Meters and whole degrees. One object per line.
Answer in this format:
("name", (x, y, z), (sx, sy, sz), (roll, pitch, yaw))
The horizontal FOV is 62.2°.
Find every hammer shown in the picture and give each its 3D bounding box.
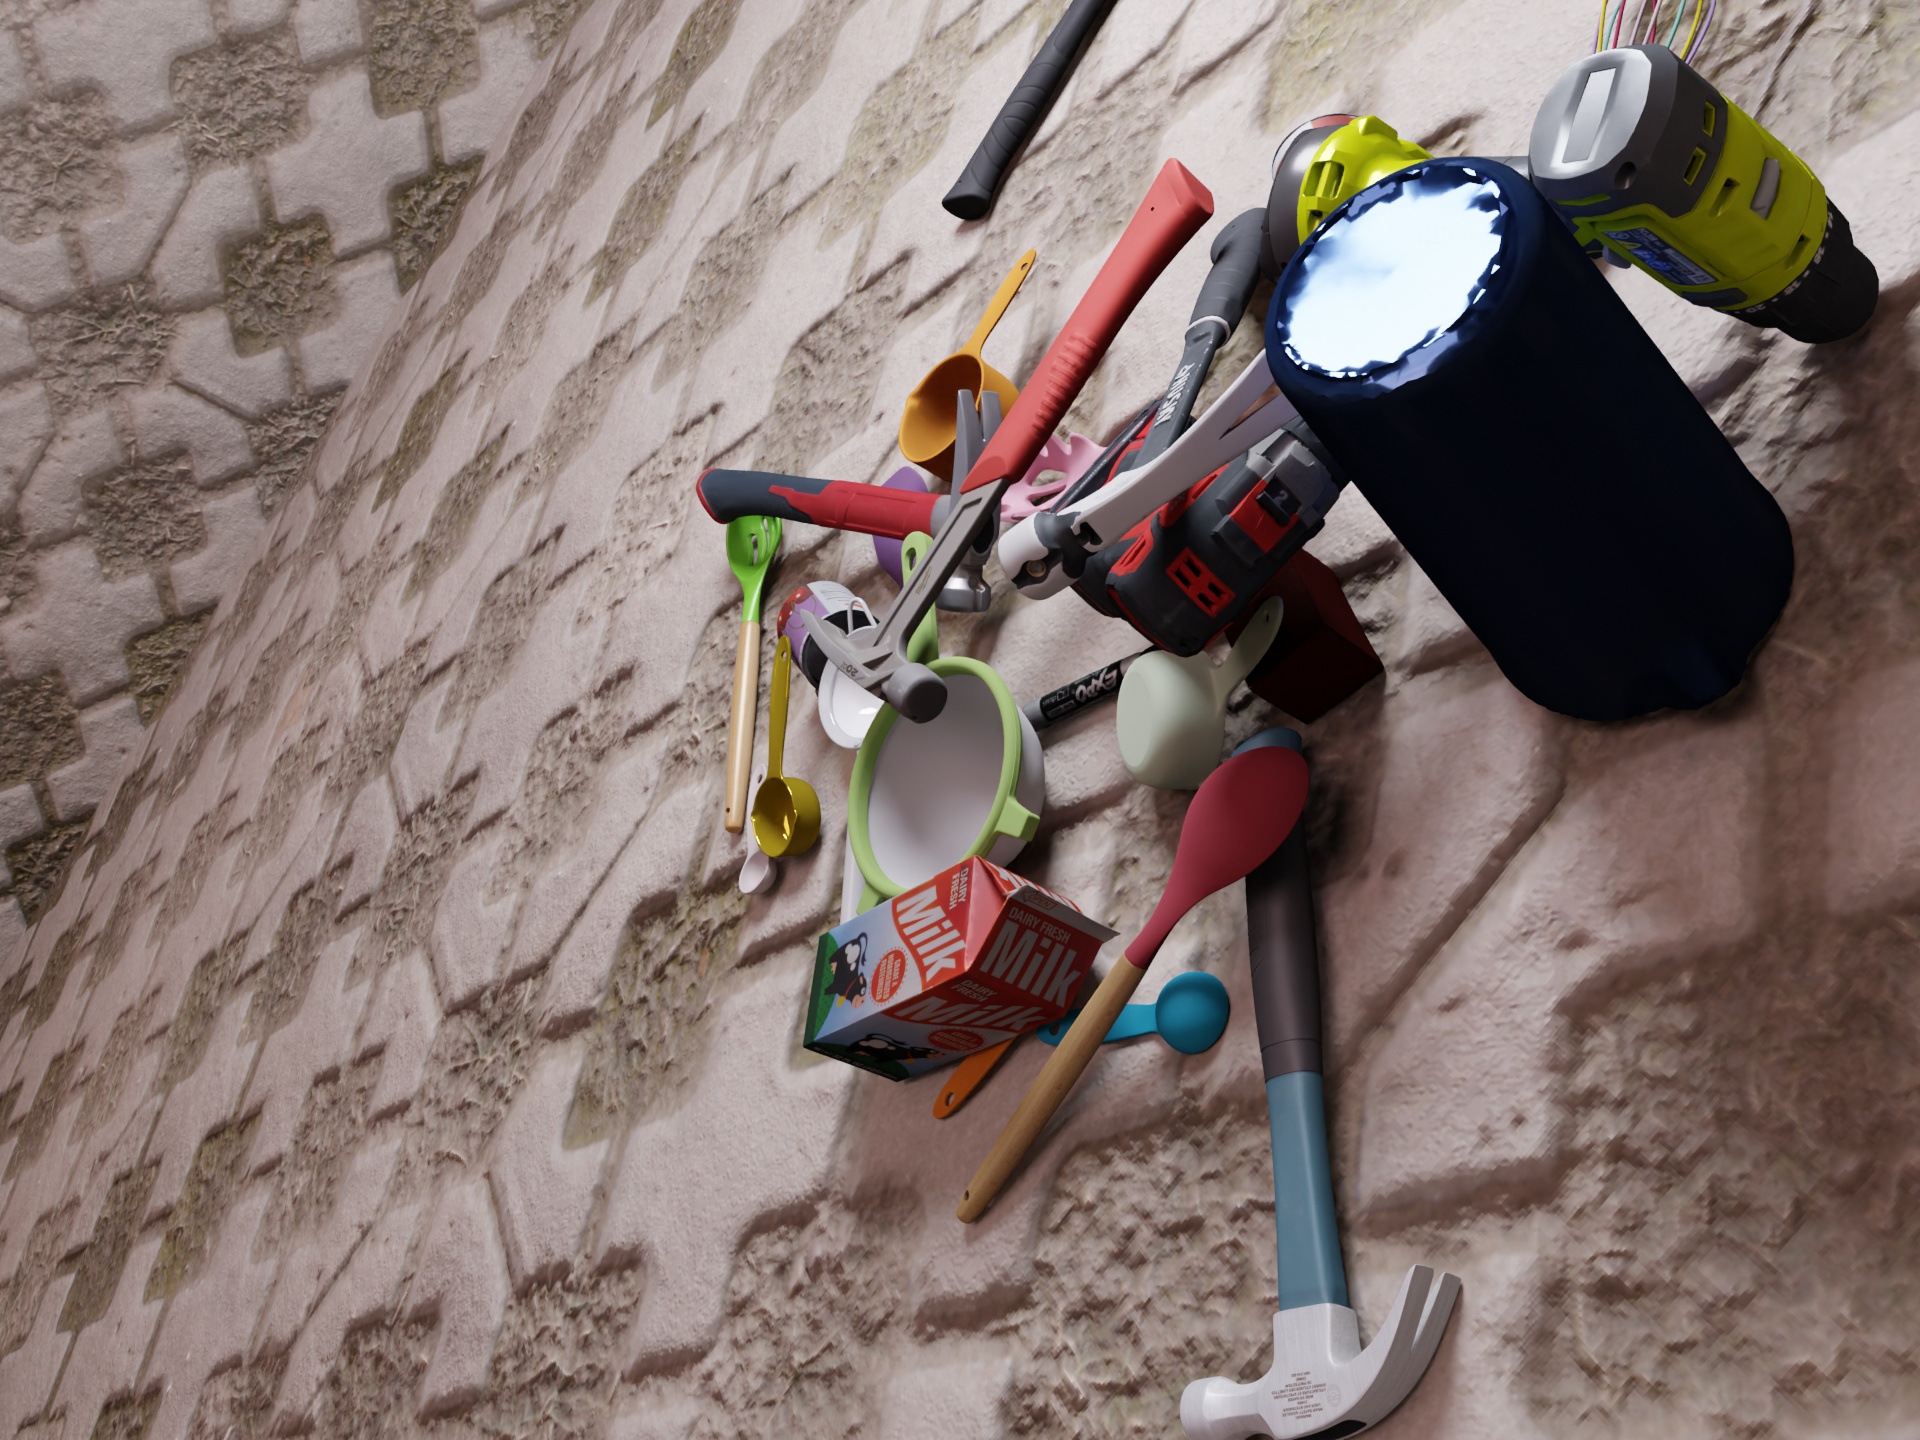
("hammer", (0.085, -0.550, 1.268), (0.335, 0.035, 0.146), (-57, 37, 8))
("hammer", (0.033, -0.175, 0.959), (0.359, 0.036, 0.149), (-57, 38, 6))
("hammer", (-0.095, -0.175, 1.173), (0.387, 0.038, 0.143), (18, 108, 53))
("hammer", (0.152, 0.153, 0.735), (0.128, 0.033, 0.331), (-28, 48, 39))
("hammer", (0.130, -0.201, 0.835), (0.149, 0.036, 0.409), (-32, 18, 33))

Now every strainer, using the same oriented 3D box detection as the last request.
("strainer", (-0.064, 0.042, 1.065), (0.087, 0.050, 0.259), (-16, 61, 39))
("strainer", (-0.002, -0.003, 0.983), (0.151, 0.069, 0.257), (-33, 49, 38))

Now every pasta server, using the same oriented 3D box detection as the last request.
("pasta server", (0.131, -0.177, 0.969), (0.316, 0.040, 0.060), (-12, 71, 45))

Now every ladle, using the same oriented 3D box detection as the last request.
("ladle", (0.077, 0.141, 0.809), (0.315, 0.031, 0.069), (-60, 26, 20))

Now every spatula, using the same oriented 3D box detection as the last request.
("spatula", (-0.029, -0.074, 1.115), (0.059, 0.018, 0.316), (-38, 42, 26))

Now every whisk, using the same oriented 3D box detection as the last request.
("whisk", (0.320, -0.284, 0.805), (0.051, 0.047, 0.245), (15, 83, 52))

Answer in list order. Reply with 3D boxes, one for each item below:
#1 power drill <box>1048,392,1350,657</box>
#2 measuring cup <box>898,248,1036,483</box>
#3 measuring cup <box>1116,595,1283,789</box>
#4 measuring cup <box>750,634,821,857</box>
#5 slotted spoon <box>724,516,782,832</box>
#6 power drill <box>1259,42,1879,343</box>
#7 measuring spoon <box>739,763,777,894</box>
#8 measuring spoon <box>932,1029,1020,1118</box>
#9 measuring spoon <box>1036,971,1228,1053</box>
("power drill", (0.134, -0.122, 0.816), (0.188, 0.080, 0.227), (-47, 12, 0))
("measuring cup", (0.024, -0.249, 1.135), (0.095, 0.052, 0.173), (29, 89, 54))
("measuring cup", (0.119, -0.020, 0.812), (0.167, 0.038, 0.083), (115, 152, -62))
("measuring cup", (-0.118, 0.019, 1.121), (0.062, 0.029, 0.156), (-5, 81, 52))
("slotted spoon", (-0.170, -0.053, 1.267), (0.070, 0.031, 0.314), (-28, 50, 38))
("power drill", (0.265, -0.214, 0.703), (0.229, 0.190, 0.080), (18, 91, 57))
("measuring spoon", (-0.144, 0.079, 1.164), (0.034, 0.018, 0.124), (-39, 35, 28))
("measuring spoon", (0.021, 0.186, 0.896), (0.117, 0.011, 0.021), (-51, 30, 20))
("measuring spoon", (0.082, 0.154, 0.828), (0.128, 0.021, 0.042), (-18, 54, 43))
